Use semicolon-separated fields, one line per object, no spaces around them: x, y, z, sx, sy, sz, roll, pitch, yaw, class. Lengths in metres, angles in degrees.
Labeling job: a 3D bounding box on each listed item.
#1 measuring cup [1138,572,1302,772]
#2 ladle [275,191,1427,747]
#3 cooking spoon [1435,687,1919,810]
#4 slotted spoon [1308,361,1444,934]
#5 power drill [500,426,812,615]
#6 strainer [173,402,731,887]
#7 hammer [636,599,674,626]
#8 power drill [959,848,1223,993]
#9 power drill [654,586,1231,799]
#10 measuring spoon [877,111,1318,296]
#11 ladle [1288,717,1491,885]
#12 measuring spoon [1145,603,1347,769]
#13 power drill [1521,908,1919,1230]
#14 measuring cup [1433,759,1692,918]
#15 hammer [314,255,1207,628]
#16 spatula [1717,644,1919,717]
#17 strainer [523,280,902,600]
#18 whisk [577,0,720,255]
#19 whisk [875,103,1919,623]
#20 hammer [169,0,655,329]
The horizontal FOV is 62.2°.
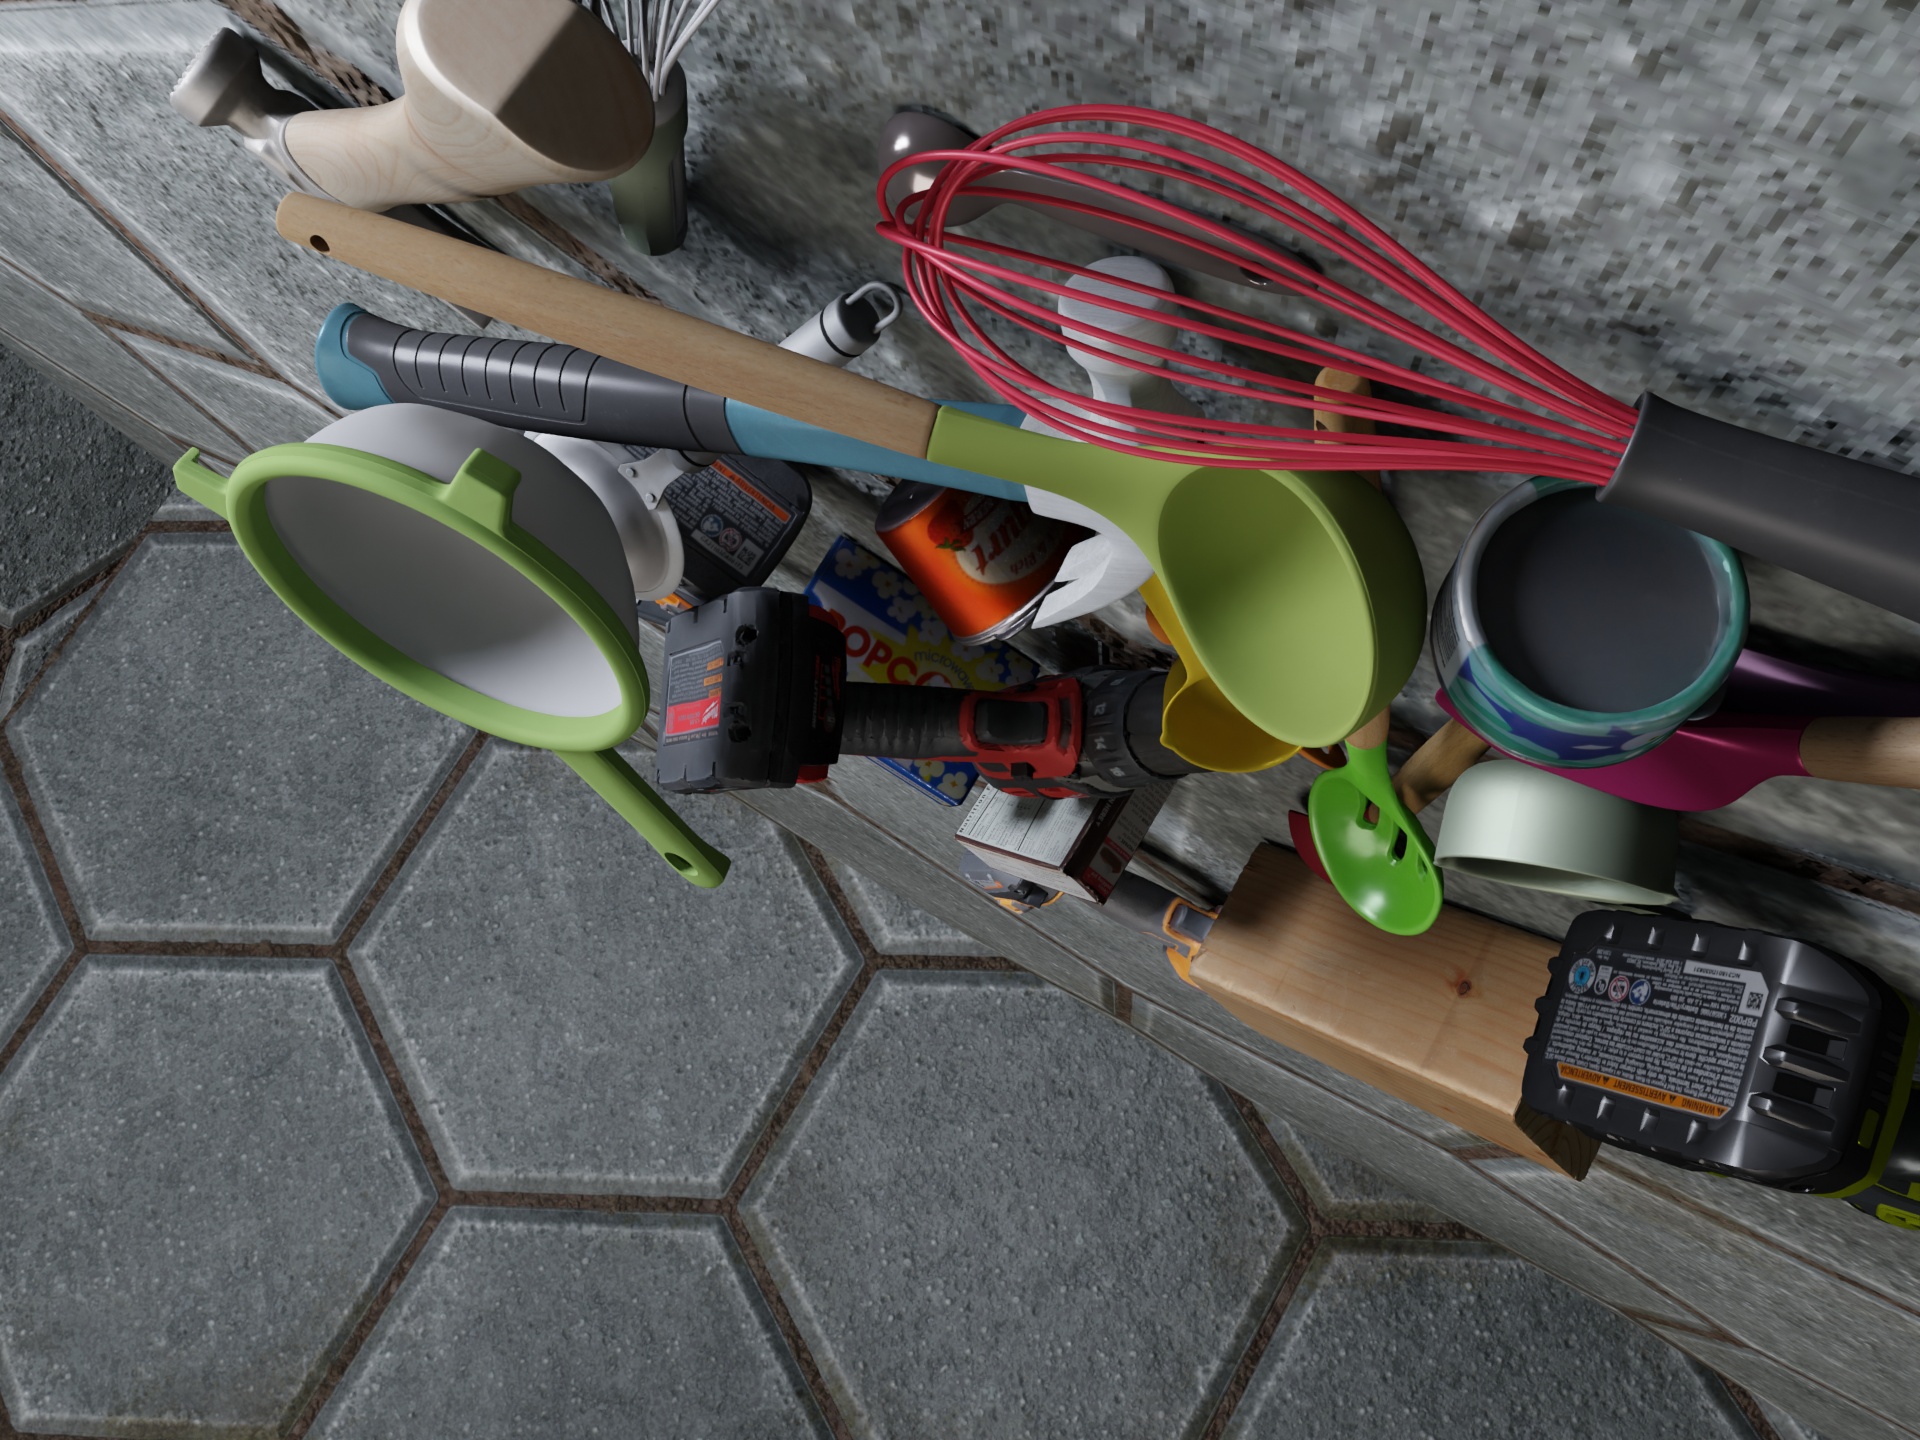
0.084;-0.041;0.576;0.062;0.029;0.156;-16;130;22;measuring cup
-0.035;-0.074;0.409;0.320;0.062;0.078;20;145;5;ladle
0.218;0.007;0.361;0.068;0.017;0.319;34;171;-18;cooking spoon
0.134;-0.008;0.522;0.070;0.031;0.313;46;171;32;slotted spoon
-0.170;-0.119;0.784;0.164;0.084;0.226;37;171;-17;power drill
-0.142;-0.028;0.577;0.151;0.069;0.256;6;148;31;strainer
-0.148;-0.063;0.926;0.409;0.149;0.036;19;167;14;hammer
0.127;0.122;1.056;0.226;0.084;0.185;29;169;-10;power drill
-0.001;-0.002;0.690;0.226;0.080;0.188;6;174;-27;power drill
0.029;-0.121;0.392;0.124;0.018;0.034;26;168;24;measuring spoon
0.181;0.032;0.649;0.069;0.031;0.315;31;167;10;ladle
0.118;-0.014;0.634;0.116;0.021;0.011;36;138;-23;measuring spoon
0.328;0.141;0.549;0.223;0.080;0.171;22;172;-17;power drill
0.231;0.046;0.569;0.083;0.038;0.167;5;171;43;measuring cup
-0.080;-0.100;0.510;0.331;0.033;0.128;12;148;25;hammer
0.249;0.004;0.355;0.059;0.018;0.316;37;169;-30;spatula
-0.106;-0.099;0.590;0.258;0.050;0.086;-24;109;44;strainer
-0.083;-0.170;0.415;0.059;0.058;0.246;5;177;-9;whisk
0.117;-0.063;0.327;0.296;0.073;0.073;22;167;11;whisk
-0.163;-0.171;0.496;0.146;0.038;0.411;36;176;-32;hammer
